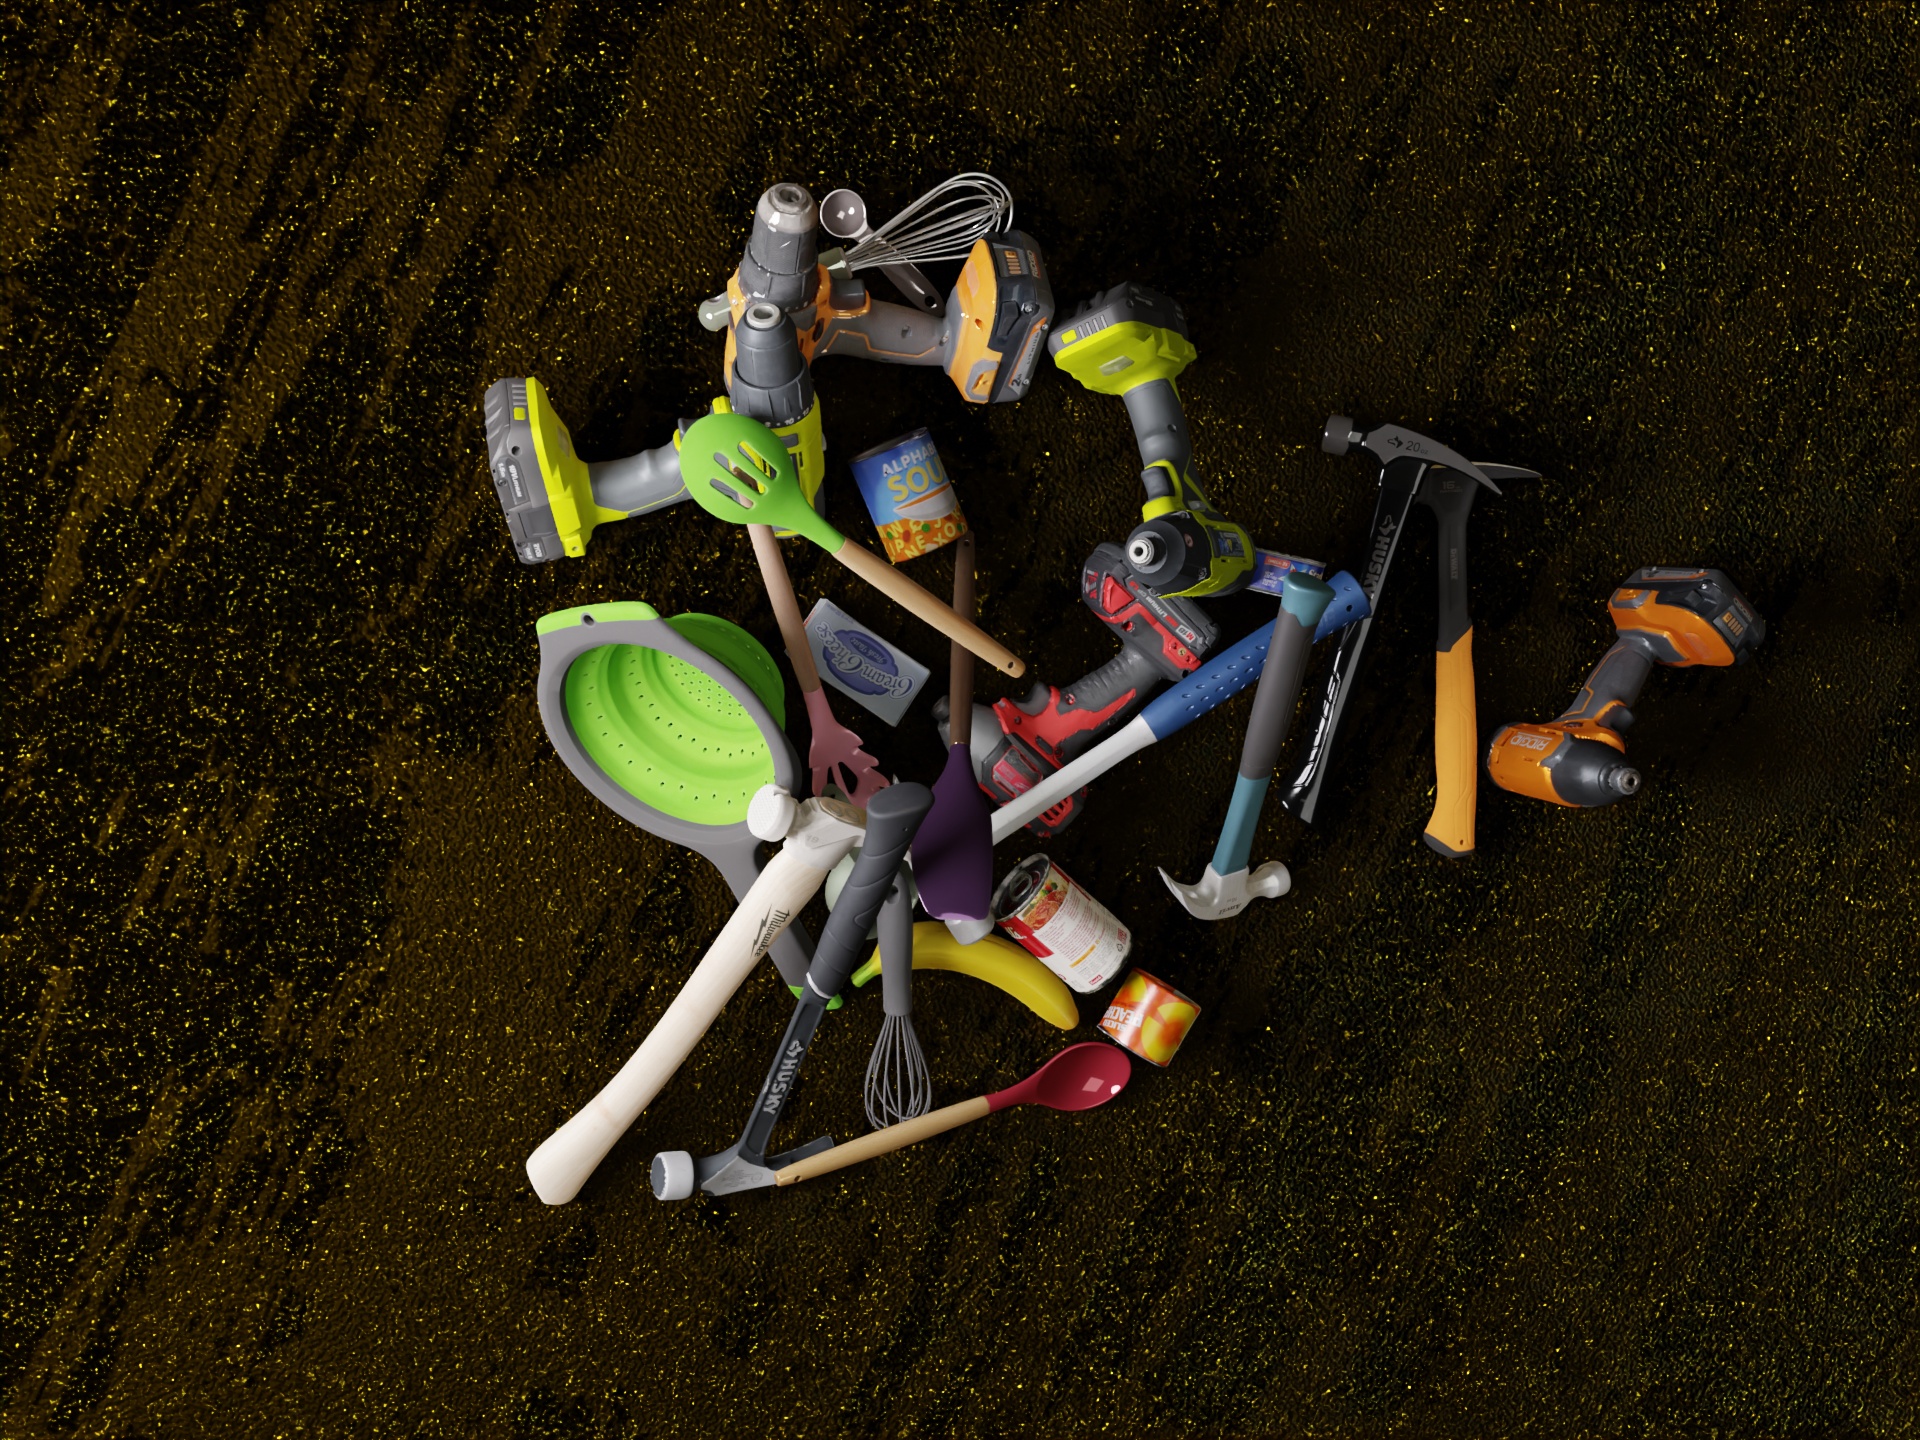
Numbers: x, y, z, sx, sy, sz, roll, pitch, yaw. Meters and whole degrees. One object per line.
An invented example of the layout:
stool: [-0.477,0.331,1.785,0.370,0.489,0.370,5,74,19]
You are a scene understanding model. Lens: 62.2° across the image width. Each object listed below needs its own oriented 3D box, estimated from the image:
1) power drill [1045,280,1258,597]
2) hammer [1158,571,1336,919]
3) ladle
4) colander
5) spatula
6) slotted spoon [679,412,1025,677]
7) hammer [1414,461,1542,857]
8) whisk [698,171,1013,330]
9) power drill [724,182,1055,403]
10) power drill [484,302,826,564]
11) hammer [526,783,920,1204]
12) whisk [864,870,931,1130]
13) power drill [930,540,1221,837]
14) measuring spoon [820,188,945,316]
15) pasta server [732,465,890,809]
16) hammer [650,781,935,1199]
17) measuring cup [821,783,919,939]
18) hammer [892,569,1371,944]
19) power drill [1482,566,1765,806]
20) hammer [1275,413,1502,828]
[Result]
power drill: [0.142,-0.200,1.176,0.080,0.171,0.223,-20,83,29]
hammer: [0.232,0.028,1.228,0.128,0.033,0.330,-15,133,-26]
ladle: [-0.002,0.318,1.276,0.315,0.031,0.069,-12,118,-26]
colander: [-0.166,0.054,1.199,0.204,0.094,0.396,-5,126,30]
spatula: [-0.002,-0.004,1.183,0.059,0.018,0.316,5,66,-6]
slotted spoon: [-0.066,-0.113,1.133,0.313,0.031,0.070,34,98,-30]
hammer: [0.427,-0.050,1.353,0.127,0.034,0.337,-5,100,-11]
whisk: [-0.077,-0.339,1.170,0.246,0.058,0.059,-21,121,2]
power drill: [-0.052,-0.301,1.130,0.226,0.185,0.084,-3,61,-14]
power drill: [-0.209,-0.198,1.115,0.228,0.080,0.190,-11,144,-8]
hammer: [-0.192,0.219,1.184,0.146,0.038,0.410,22,115,-39]
whisk: [-0.052,0.225,1.256,0.055,0.055,0.238,-5,111,-13]
power drill: [0.086,-0.029,1.256,0.143,0.079,0.219,41,91,-16]
measuring spoon: [-0.057,-0.351,1.204,0.034,0.018,0.124,-45,113,7]
pasta server: [-0.115,-0.044,1.177,0.060,0.040,0.316,-25,124,-15]
hammer: [-0.104,0.210,1.171,0.149,0.036,0.408,5,125,-31]
measuring cup: [-0.083,0.099,1.219,0.083,0.038,0.167,-37,134,-17]
hammer: [0.132,0.007,1.217,0.405,0.035,0.144,-33,109,-1]
power drill: [0.557,-0.021,1.322,0.084,0.164,0.226,44,85,-15]
hammer: [0.330,-0.072,1.305,0.146,0.035,0.334,17,101,15]
